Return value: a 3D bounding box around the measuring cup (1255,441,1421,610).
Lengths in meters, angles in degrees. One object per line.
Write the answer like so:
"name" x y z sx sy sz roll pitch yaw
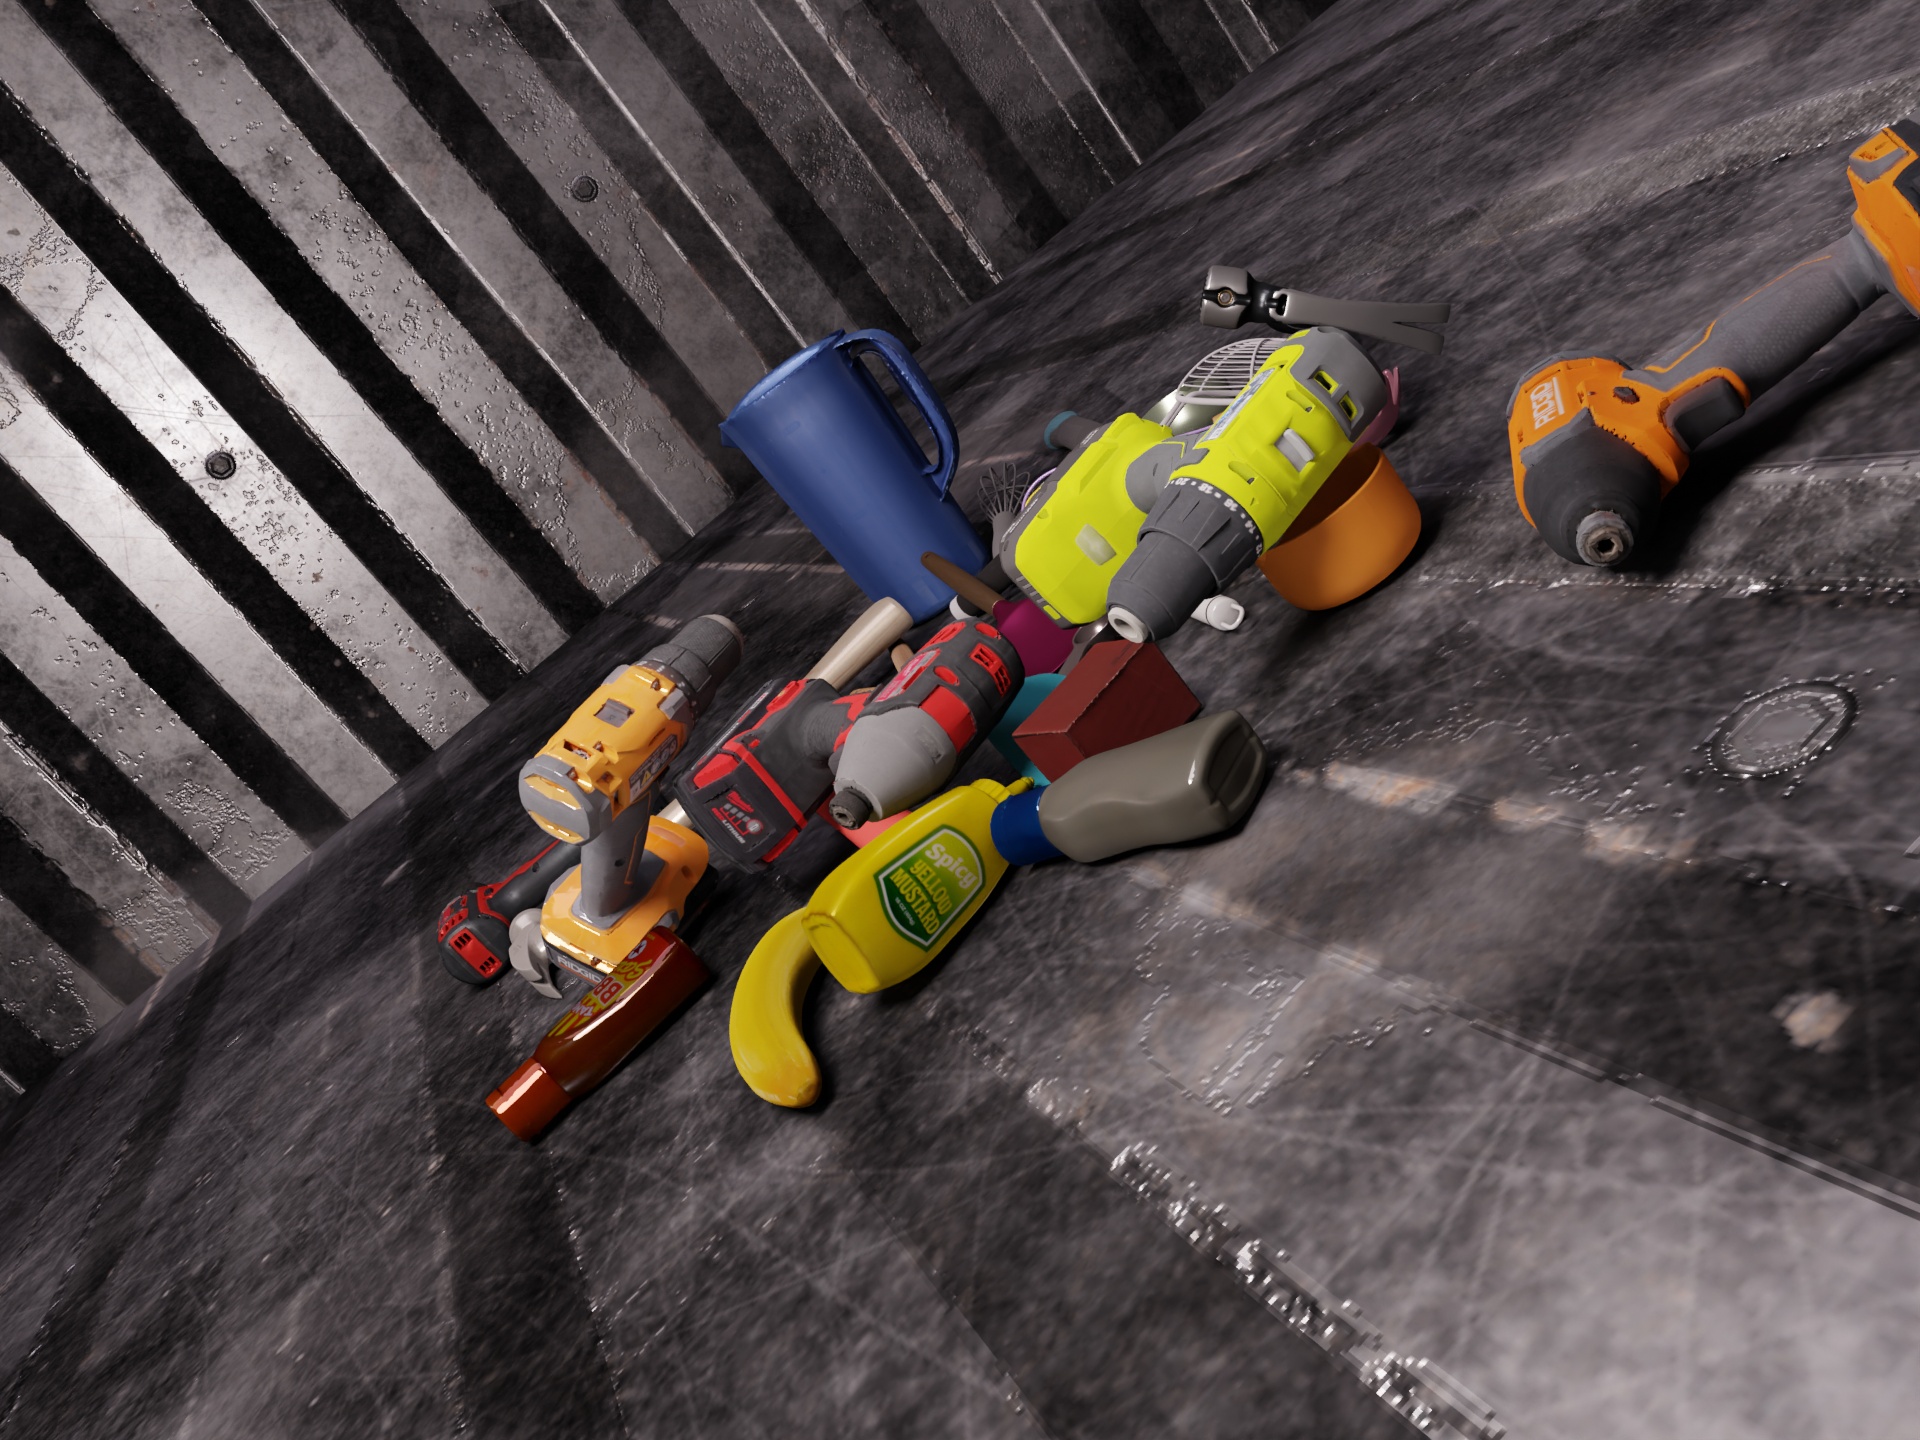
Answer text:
"measuring cup" 0.186 -0.099 0.887 0.095 0.052 0.174 -44 14 -14

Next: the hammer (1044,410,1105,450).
"hammer" 0.125 -0.245 1.409 0.128 0.033 0.331 -39 17 2

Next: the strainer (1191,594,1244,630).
"strainer" 0.122 -0.088 1.008 0.087 0.050 0.259 -54 20 2

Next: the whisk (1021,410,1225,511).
"whisk" 0.150 -0.173 1.033 0.245 0.051 0.047 -25 44 14

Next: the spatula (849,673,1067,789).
"spatula" -0.002 -0.003 1.015 0.082 0.044 0.317 -44 19 -18

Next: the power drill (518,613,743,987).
"power drill" -0.204 0.051 1.037 0.185 0.084 0.226 -54 -18 -41

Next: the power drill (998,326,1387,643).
"power drill" 0.110 -0.113 0.877 0.190 0.080 0.228 -50 15 -15

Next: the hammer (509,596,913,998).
"hammer" -0.190 0.052 1.252 0.410 0.038 0.146 -44 19 -9

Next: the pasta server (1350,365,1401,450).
"pasta server" 0.169 -0.156 1.085 0.316 0.040 0.060 -22 9 46

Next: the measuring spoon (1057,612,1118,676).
"measuring spoon" 0.070 -0.023 0.995 0.034 0.018 0.124 -21 31 50

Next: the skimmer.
"skimmer" 0.129 -0.157 1.168 0.363 0.090 0.127 -40 -11 35

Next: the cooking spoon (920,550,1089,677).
"cooking spoon" 0.023 -0.088 1.182 0.069 0.017 0.319 -47 26 0

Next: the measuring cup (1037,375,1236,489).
"measuring cup" 0.138 -0.205 1.212 0.167 0.038 0.083 -30 -10 -2

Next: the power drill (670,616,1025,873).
"power drill" -0.070 0.020 0.920 0.220 0.078 0.143 -17 27 52

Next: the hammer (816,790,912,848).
"hammer" -0.076 0.063 1.025 0.149 0.036 0.359 -41 17 -9

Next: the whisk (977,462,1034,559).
"whisk" 0.042 -0.171 1.376 0.055 0.055 0.239 -34 22 15

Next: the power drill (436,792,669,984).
"power drill" -0.366 0.124 1.397 0.227 0.080 0.188 -44 17 -7

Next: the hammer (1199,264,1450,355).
"hammer" 0.250 -0.290 1.136 0.149 0.036 0.409 10 15 7

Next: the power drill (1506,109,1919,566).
"power drill" 0.337 -0.149 0.664 0.226 0.084 0.164 -33 18 31

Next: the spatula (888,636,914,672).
"spatula" -0.037 -0.032 1.212 0.060 0.018 0.316 -20 17 -3
